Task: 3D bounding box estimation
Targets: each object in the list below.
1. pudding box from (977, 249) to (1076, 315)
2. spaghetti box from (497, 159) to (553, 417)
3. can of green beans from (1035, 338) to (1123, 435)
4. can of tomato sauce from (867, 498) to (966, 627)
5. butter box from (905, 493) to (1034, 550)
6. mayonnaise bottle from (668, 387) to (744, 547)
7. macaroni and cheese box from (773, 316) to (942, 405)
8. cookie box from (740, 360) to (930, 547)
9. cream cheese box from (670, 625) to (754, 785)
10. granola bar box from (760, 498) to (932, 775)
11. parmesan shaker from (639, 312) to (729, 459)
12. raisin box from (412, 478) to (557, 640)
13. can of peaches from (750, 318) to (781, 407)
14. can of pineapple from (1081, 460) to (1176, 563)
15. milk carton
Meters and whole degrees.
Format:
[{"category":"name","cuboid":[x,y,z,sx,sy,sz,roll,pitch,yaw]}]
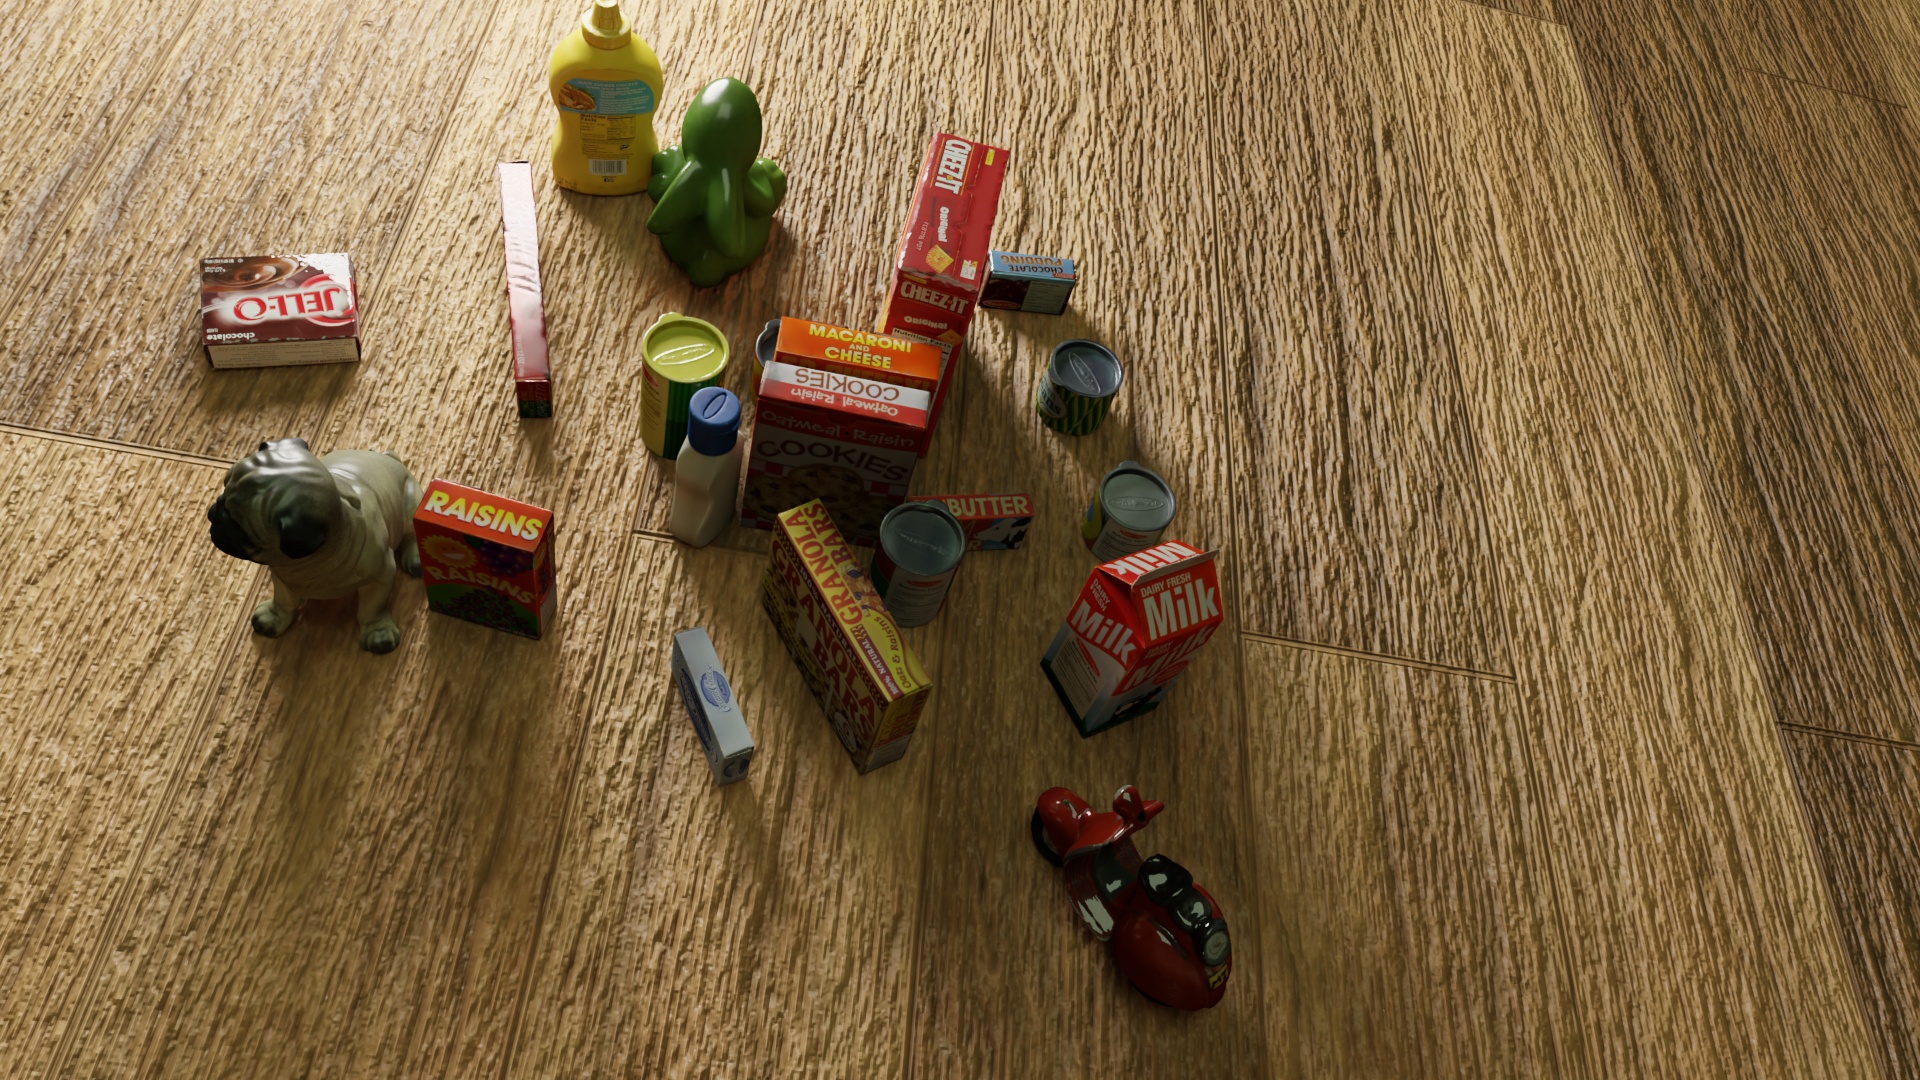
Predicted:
[{"category":"pudding box","cuboid":[0.061,-0.240,1.294,0.084,0.049,0.030,3,57,-12]},{"category":"spaghetti box","cuboid":[-0.366,-0.215,1.167,0.029,0.050,0.251,-5,58,-17]},{"category":"can of green beans","cuboid":[0.104,-0.135,1.231,0.071,0.057,0.071,7,56,-10]},{"category":"can of tomato sauce","cuboid":[-0.036,0.018,1.077,0.071,0.082,0.071,7,56,-10]},{"category":"butter box","cuboid":[0.004,-0.014,1.127,0.104,0.052,0.024,-2,58,-16]},{"category":"mayonnaise bottle","cuboid":[-0.190,-0.057,1.047,0.041,0.147,0.065,28,55,4]},{"category":"macaroni and cheese box","cuboid":[-0.091,-0.099,1.090,0.124,0.165,0.040,10,56,-8]},{"category":"cookie box","cuboid":[-0.099,-0.060,1.061,0.123,0.166,0.040,10,56,-8]},{"category":"cream cheese box","cuboid":[-0.178,0.118,0.991,0.024,0.053,0.104,-16,63,-23]},{"category":"granola bar box","cuboid":[-0.087,0.071,1.003,0.039,0.123,0.166,-22,65,-26]},{"category":"parmesan shaker","cuboid":[-0.223,-0.122,1.110,0.071,0.102,0.071,7,56,-10]},{"category":"raisin box","cuboid":[-0.331,0.015,0.978,0.086,0.122,0.040,17,55,-3]},{"category":"can of peaches","cuboid":[-0.143,-0.143,1.172,0.071,0.057,0.071,7,56,-10]},{"category":"can of pineapple","cuboid":[0.141,-0.021,1.164,0.071,0.057,0.071,7,56,-10]},{"category":"milk carton","cuboid":[0.129,0.065,1.023,0.072,0.189,0.073,-18,64,-24]}]
